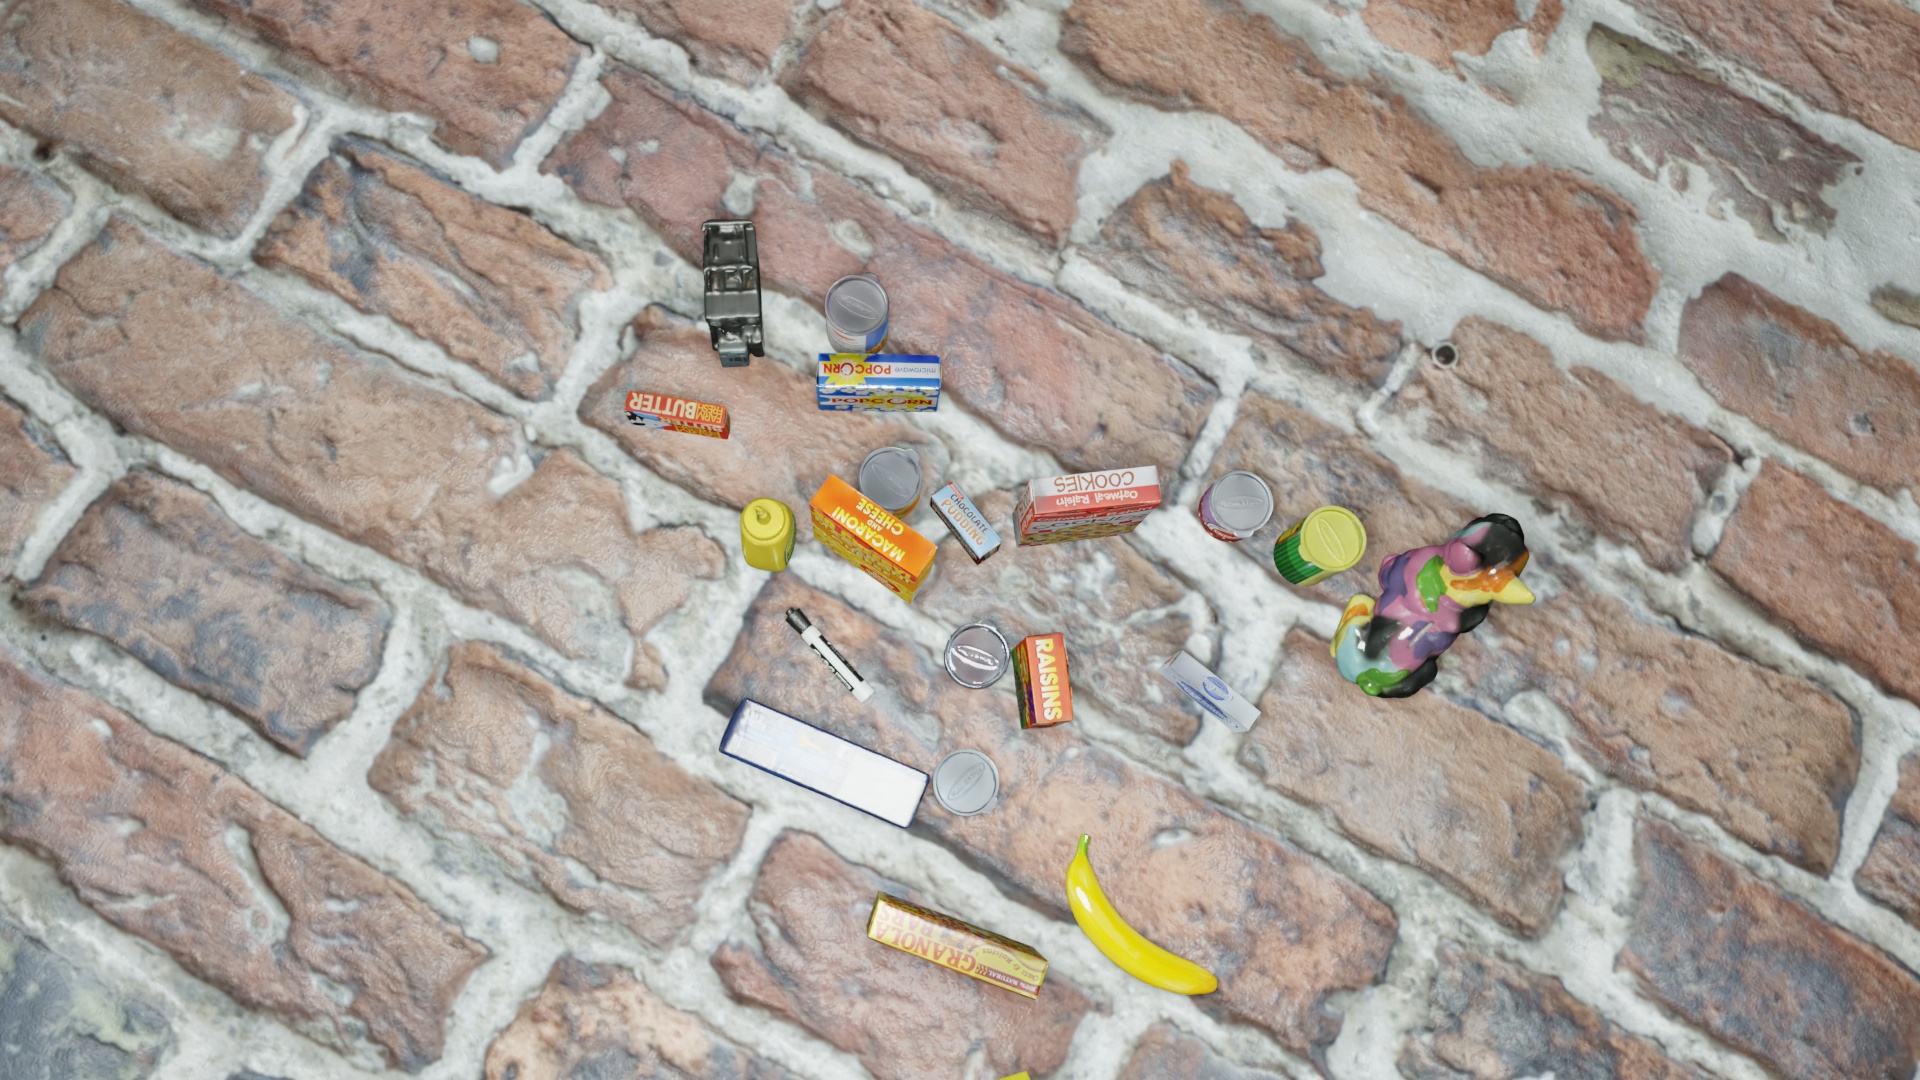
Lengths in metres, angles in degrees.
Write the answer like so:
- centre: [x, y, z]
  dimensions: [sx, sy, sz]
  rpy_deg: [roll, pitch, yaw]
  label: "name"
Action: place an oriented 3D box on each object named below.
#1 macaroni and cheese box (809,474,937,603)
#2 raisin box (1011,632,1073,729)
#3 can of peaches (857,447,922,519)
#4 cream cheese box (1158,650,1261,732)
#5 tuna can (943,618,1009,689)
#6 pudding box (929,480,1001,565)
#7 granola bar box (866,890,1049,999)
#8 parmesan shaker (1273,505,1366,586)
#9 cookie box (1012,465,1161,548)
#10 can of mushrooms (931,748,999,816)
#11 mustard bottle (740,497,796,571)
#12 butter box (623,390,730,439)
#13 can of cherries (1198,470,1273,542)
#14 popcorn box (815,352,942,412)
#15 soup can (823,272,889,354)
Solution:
- centre: [-0.086, 0.002, 1.358]
  dimensions: [0.124, 0.166, 0.040]
  rpy_deg: [35, 79, 3]
  label: "macaroni and cheese box"
- centre: [0.080, 0.140, 1.365]
  dimensions: [0.040, 0.123, 0.086]
  rpy_deg: [-5, 80, -5]
  label: "raisin box"
- centre: [-0.071, -0.059, 1.427]
  dimensions: [0.071, 0.058, 0.071]
  rpy_deg: [1, 79, -4]
  label: "can of peaches"
- centre: [0.252, 0.154, 1.410]
  dimensions: [0.104, 0.053, 0.024]
  rpy_deg: [39, 79, 4]
  label: "cream cheese box"
- centre: [0.017, 0.116, 1.411]
  dimensions: [0.071, 0.032, 0.071]
  rpy_deg: [1, 79, -4]
  label: "tuna can"
- centre: [0.005, -0.018, 1.428]
  dimensions: [0.030, 0.049, 0.084]
  rpy_deg: [-37, 84, -10]
  label: "pudding box"
- centre: [-0.007, 0.380, 1.310]
  dimensions: [0.165, 0.124, 0.039]
  rpy_deg: [20, 79, 0]
  label: "granola bar box"
- centre: [0.363, 0.008, 1.421]
  dimensions: [0.071, 0.103, 0.071]
  rpy_deg: [1, 79, -4]
  label: "parmesan shaker"
- centre: [0.122, -0.031, 1.379]
  dimensions: [0.123, 0.167, 0.040]
  rpy_deg: [-7, 80, -5]
  label: "cookie box"
- centre: [0.006, 0.243, 1.385]
  dimensions: [0.071, 0.033, 0.071]
  rpy_deg: [1, 79, -4]
  label: "can of mushrooms"
- centre: [-0.189, -0.010, 1.357]
  dimensions: [0.049, 0.160, 0.065]
  rpy_deg: [10, 79, -2]
  label: "mustard bottle"
- centre: [-0.289, -0.128, 1.428]
  dimensions: [0.103, 0.053, 0.024]
  rpy_deg: [9, 79, -2]
  label: "butter box"
- centre: [0.285, -0.032, 1.446]
  dimensions: [0.071, 0.058, 0.071]
  rpy_deg: [1, 79, -4]
  label: "can of cherries"
- centre: [-0.084, -0.162, 1.433]
  dimensions: [0.127, 0.085, 0.038]
  rpy_deg: [1, 79, -4]
  label: "popcorn box"
- centre: [-0.106, -0.233, 1.446]
  dimensions: [0.071, 0.083, 0.071]
  rpy_deg: [1, 79, -4]
  label: "soup can"
